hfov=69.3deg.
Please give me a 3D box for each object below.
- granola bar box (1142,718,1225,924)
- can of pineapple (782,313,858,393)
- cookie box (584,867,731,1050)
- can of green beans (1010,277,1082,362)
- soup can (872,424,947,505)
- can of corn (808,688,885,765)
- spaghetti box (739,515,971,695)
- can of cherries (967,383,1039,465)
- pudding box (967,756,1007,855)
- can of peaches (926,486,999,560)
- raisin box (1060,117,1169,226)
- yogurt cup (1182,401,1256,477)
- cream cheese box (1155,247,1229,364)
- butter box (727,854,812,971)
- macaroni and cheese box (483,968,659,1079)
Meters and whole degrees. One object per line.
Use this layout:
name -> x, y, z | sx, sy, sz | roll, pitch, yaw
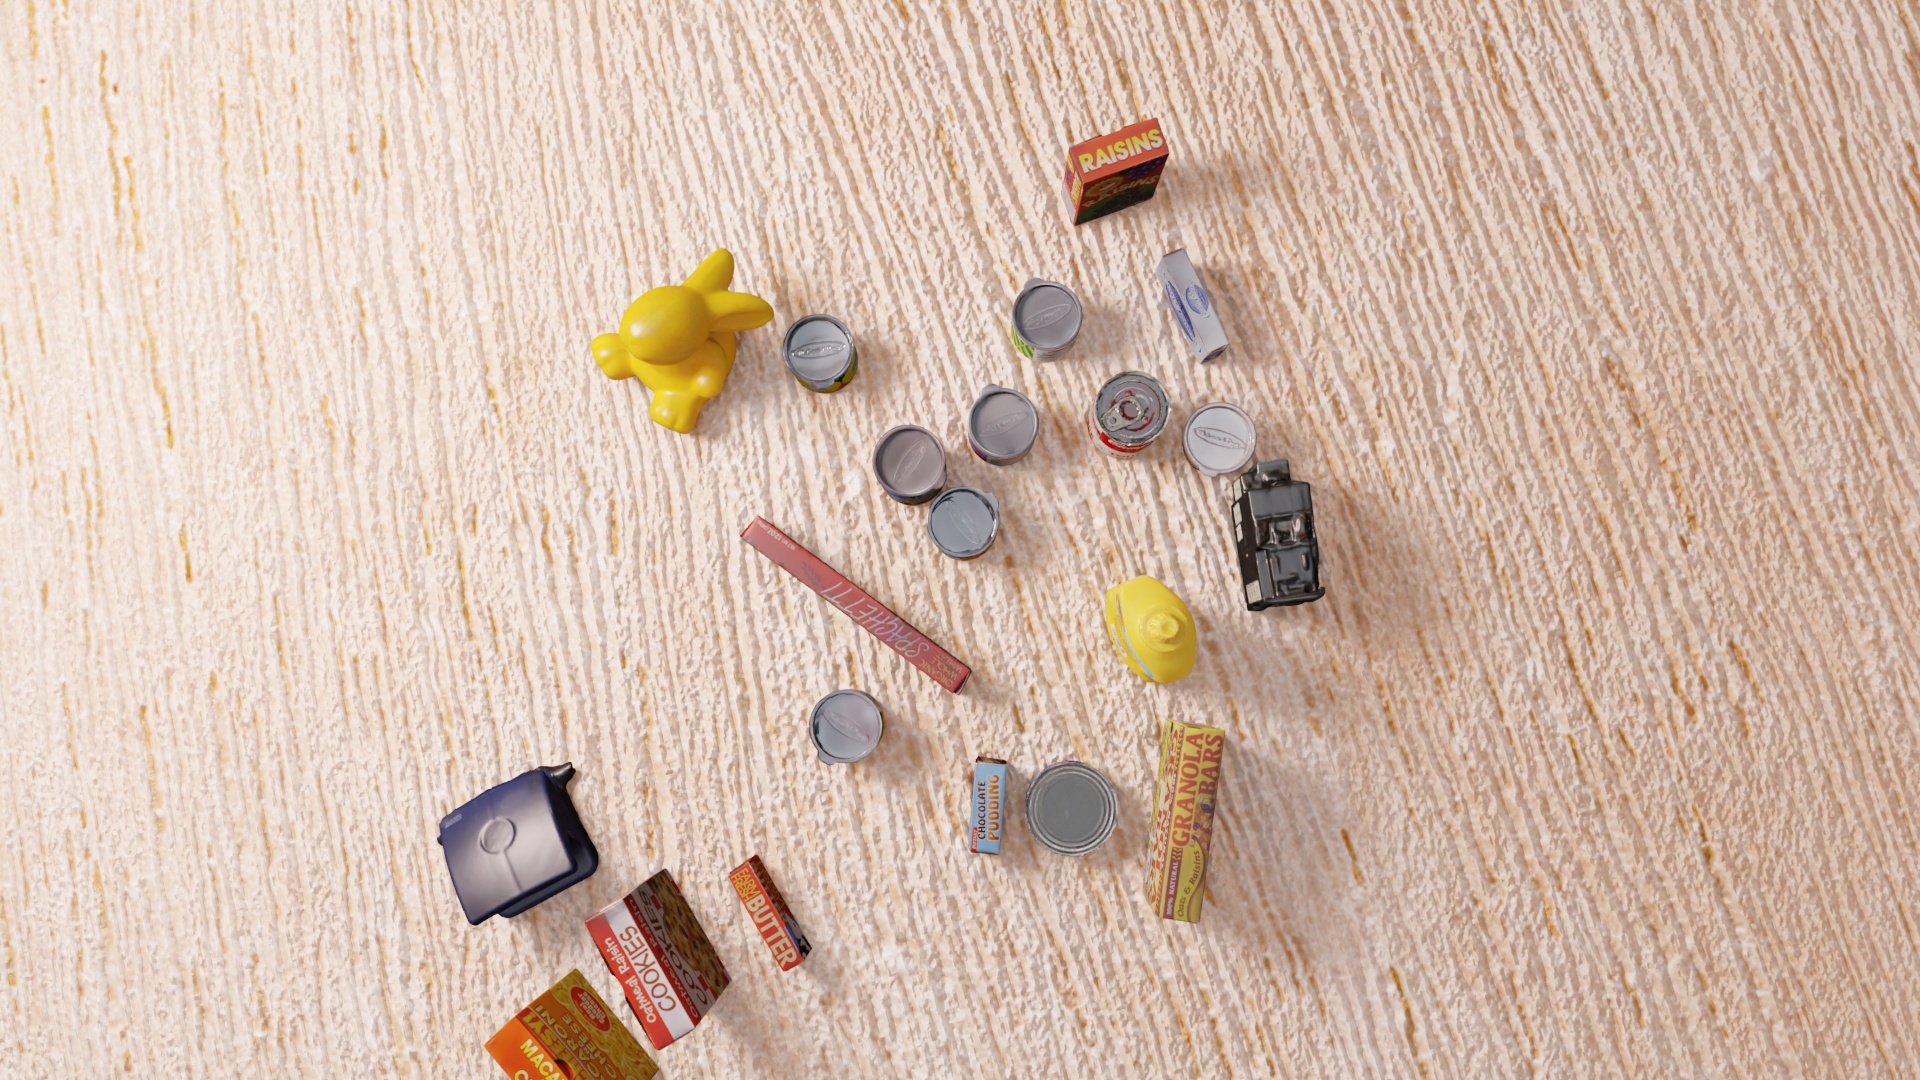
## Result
granola bar box -> 0.197, 0.245, 1.239 | 0.039, 0.124, 0.165 | 8, 85, 1
can of pineapple -> -0.132, -0.174, 1.313 | 0.071, 0.058, 0.071 | 0, 85, 1
cookie box -> -0.261, 0.361, 1.212 | 0.040, 0.167, 0.123 | -31, 86, -2
can of green beans -> 0.081, -0.206, 1.314 | 0.071, 0.058, 0.071 | 0, 85, 1
soup can -> -0.044, -0.067, 1.289 | 0.071, 0.083, 0.071 | 0, 85, 1
can of corn -> -0.105, 0.172, 1.282 | 0.071, 0.058, 0.071 | 0, 85, 1
spaghetti box -> -0.095, 0.061, 1.296 | 0.250, 0.050, 0.029 | 36, 87, 3
can of cherries -> 0.039, -0.108, 1.305 | 0.071, 0.058, 0.071 | 0, 85, 1
pudding box -> 0.025, 0.243, 1.278 | 0.030, 0.049, 0.083 | 5, 85, 1
can of peaches -> 0.005, -0.016, 1.297 | 0.071, 0.058, 0.071 | 0, 85, 1
raisin box -> 0.142, -0.342, 1.292 | 0.086, 0.123, 0.040 | -19, 86, -1
yogurt cup -> 0.239, -0.093, 1.304 | 0.072, 0.054, 0.072 | 0, 85, 1
cream cheese box -> 0.219, -0.221, 1.316 | 0.024, 0.053, 0.104 | -24, 85, -1
butter box -> -0.174, 0.340, 1.270 | 0.024, 0.053, 0.103 | -31, 85, -2
macaroni and cheese box -> -0.333, 0.448, 1.205 | 0.040, 0.166, 0.124 | -41, 86, -2
